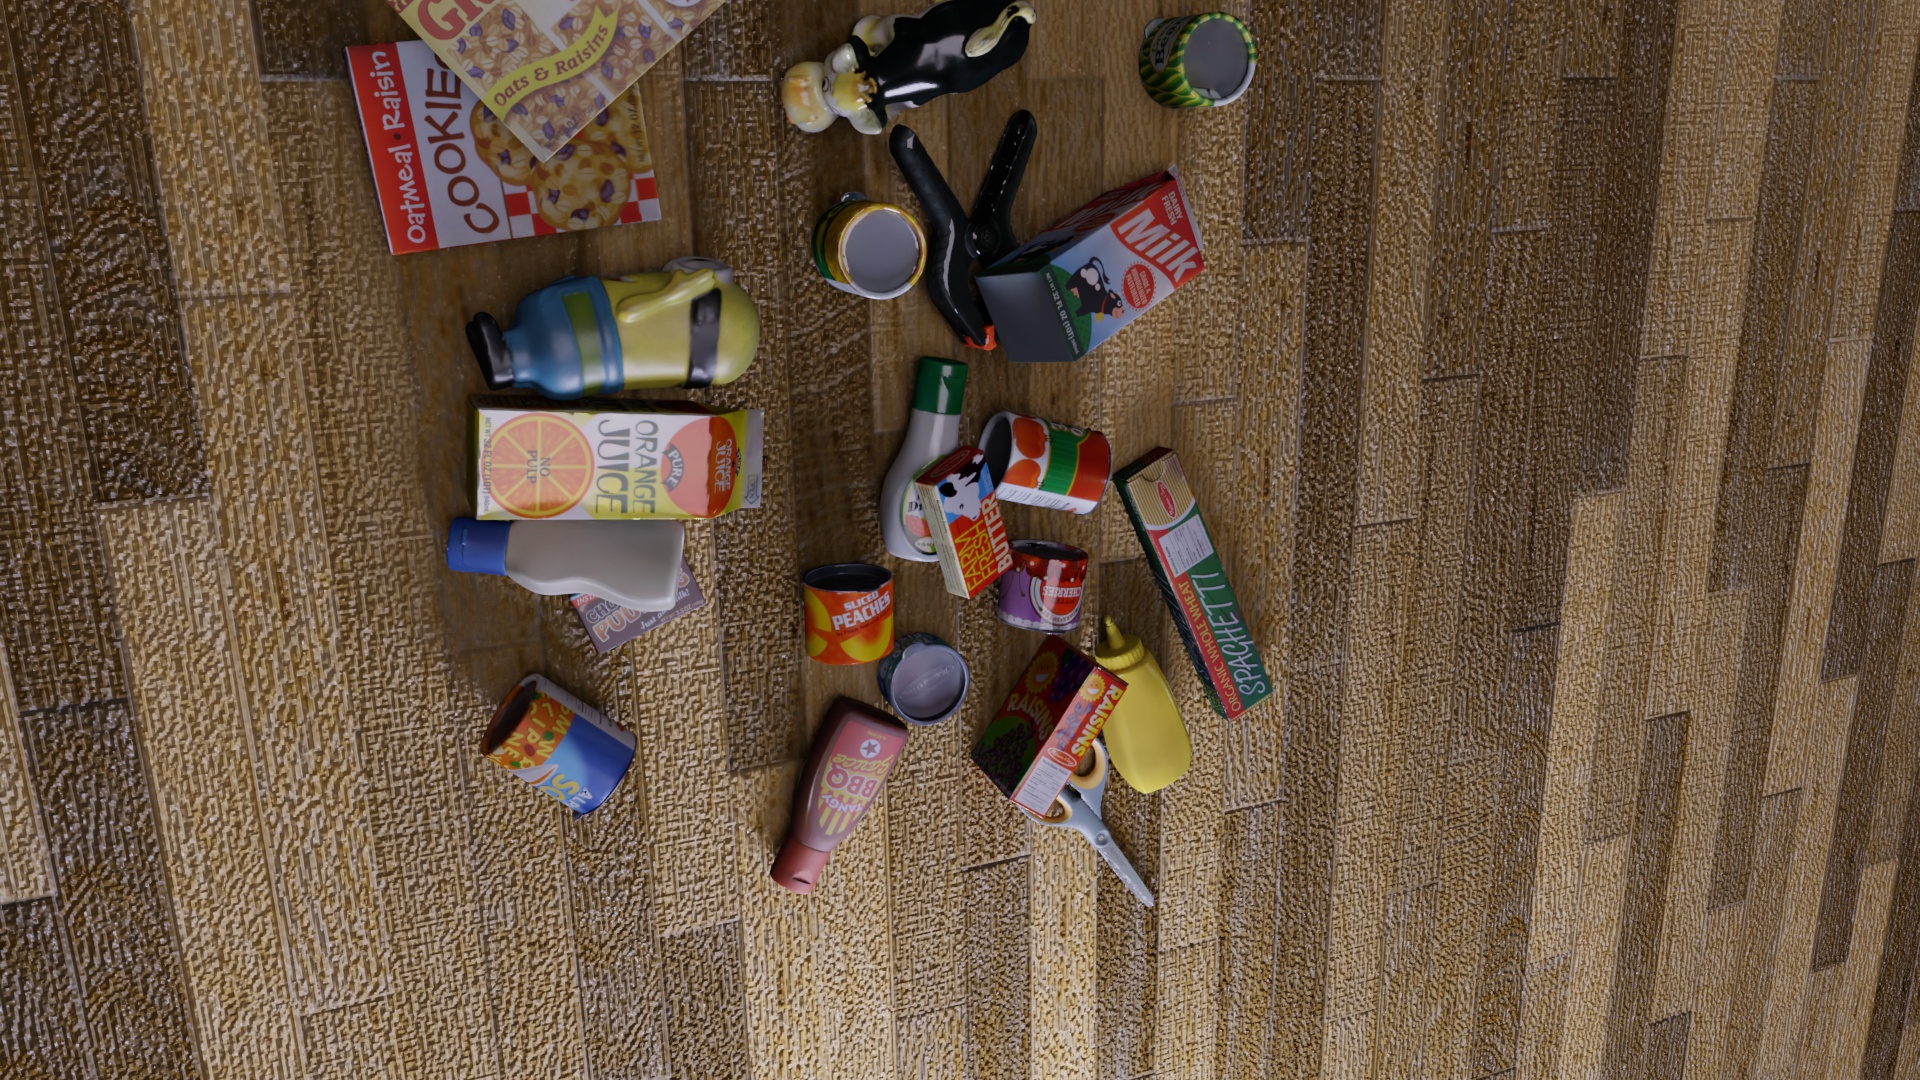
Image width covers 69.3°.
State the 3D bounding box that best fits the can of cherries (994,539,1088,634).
[{"bbox_3d":[0.065,0.035,1.072,0.071,0.071,0.058,3,103,-23],"label":"can of cherries"}]

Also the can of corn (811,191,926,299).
[{"bbox_3d":[-0.063,-0.204,0.961,0.071,0.058,0.071,-6,107,-21],"label":"can of corn"}]

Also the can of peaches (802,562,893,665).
[{"bbox_3d":[-0.081,0.054,1.016,0.071,0.071,0.058,-6,108,-21],"label":"can of peaches"}]

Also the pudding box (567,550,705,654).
[{"bbox_3d":[-0.227,0.038,0.974,0.084,0.030,0.049,-26,112,-15],"label":"pudding box"}]

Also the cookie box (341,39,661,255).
[{"bbox_3d":[-0.283,-0.252,0.868,0.168,0.040,0.122,-13,108,-20],"label":"cookie box"}]

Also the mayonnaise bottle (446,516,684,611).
[{"bbox_3d":[-0.262,0.009,0.927,0.148,0.041,0.065,6,72,-8],"label":"mayonnaise bottle"}]

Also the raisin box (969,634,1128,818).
[{"bbox_3d":[0.069,0.144,1.095,0.040,0.086,0.123,32,90,-25],"label":"raisin box"}]

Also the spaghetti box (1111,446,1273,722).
[{"bbox_3d":[0.195,0.040,1.151,0.050,0.029,0.249,-31,114,-12],"label":"spaghetti box"}]

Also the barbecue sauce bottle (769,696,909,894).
[{"bbox_3d":[-0.098,0.197,1.063,0.065,0.044,0.148,25,94,-27],"label":"barbecue sauce bottle"}]

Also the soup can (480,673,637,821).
[{"bbox_3d":[-0.279,0.143,0.959,0.083,0.071,0.071,39,88,-26],"label":"soup can"}]

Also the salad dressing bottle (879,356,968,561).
[{"bbox_3d":[-0.023,-0.060,1.025,0.064,0.044,0.147,2,103,-30],"label":"salad dressing bottle"}]

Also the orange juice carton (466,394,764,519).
[{"bbox_3d":[-0.226,-0.056,0.925,0.193,0.073,0.071,0,103,-23],"label":"orange juice carton"}]

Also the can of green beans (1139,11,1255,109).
[{"bbox_3d":[0.174,-0.352,1.021,0.071,0.058,0.071,-6,106,-21],"label":"can of green beans"}]

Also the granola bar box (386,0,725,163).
[{"bbox_3d":[-0.226,-0.323,0.806,0.165,0.039,0.124,-39,119,7],"label":"granola bar box"}]

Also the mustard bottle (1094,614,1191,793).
[{"bbox_3d":[0.143,0.128,1.142,0.065,0.049,0.159,-25,111,-17],"label":"mustard bottle"}]

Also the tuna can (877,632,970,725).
[{"bbox_3d":[-0.030,0.104,1.072,0.071,0.033,0.071,-6,106,-21],"label":"tuna can"}]

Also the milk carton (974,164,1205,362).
[{"bbox_3d":[0.109,-0.204,1.011,0.191,0.073,0.072,-37,116,-29],"label":"milk carton"}]

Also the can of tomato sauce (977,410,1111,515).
[{"bbox_3d":[0.062,-0.060,1.049,0.083,0.071,0.071,10,100,-24],"label":"can of tomato sauce"}]

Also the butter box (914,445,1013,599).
[{"bbox_3d":[0.004,-0.013,1.016,0.053,0.024,0.103,-38,127,-31],"label":"butter box"}]
